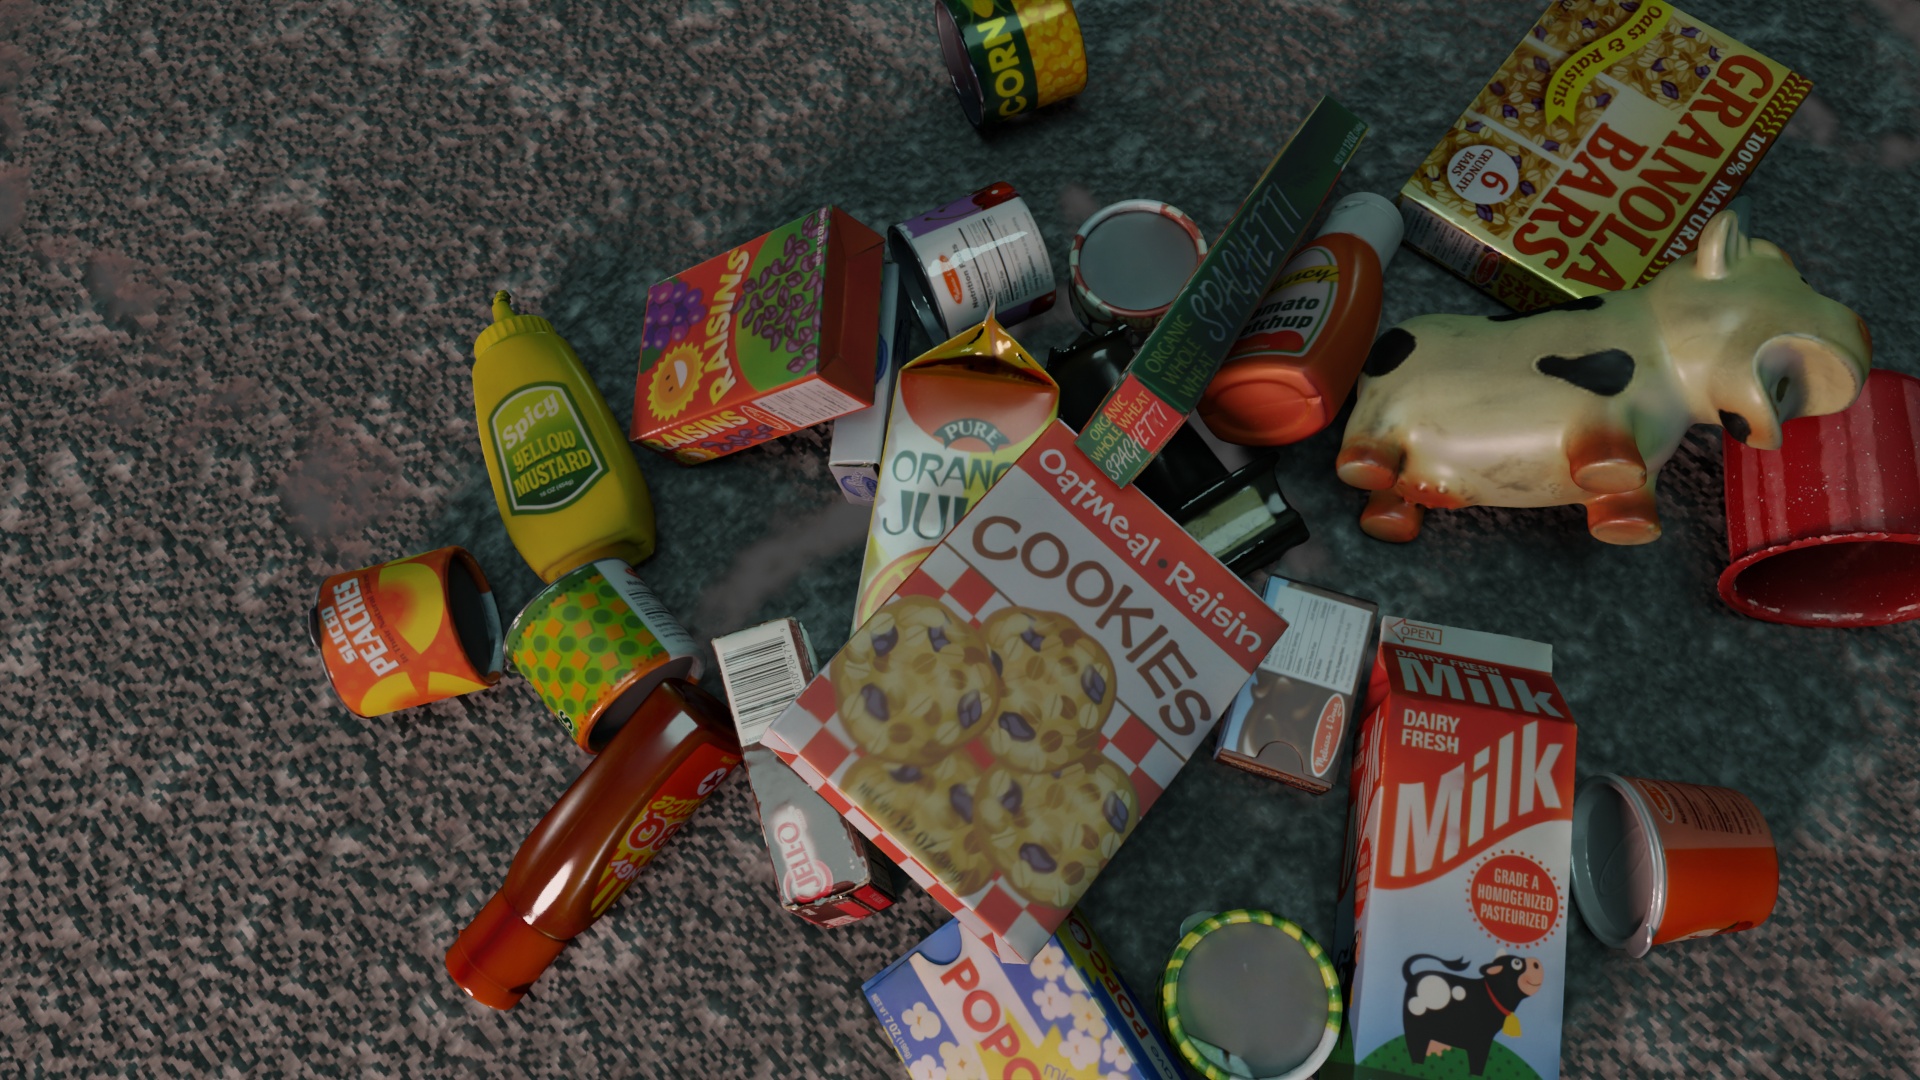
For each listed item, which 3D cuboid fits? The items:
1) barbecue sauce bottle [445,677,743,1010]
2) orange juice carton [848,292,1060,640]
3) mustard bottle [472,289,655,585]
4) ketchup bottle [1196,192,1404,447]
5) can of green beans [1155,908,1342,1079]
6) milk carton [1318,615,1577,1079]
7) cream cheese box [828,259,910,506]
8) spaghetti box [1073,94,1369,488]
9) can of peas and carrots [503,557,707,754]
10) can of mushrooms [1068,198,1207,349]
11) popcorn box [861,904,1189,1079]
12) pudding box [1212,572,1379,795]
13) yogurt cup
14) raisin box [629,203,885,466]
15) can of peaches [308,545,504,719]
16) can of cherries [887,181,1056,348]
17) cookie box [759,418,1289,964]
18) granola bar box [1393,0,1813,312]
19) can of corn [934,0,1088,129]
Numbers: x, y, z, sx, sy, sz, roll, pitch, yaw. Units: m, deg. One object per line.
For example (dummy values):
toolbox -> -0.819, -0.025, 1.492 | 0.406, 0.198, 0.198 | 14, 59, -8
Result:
barbecue sauce bottle -> -0.152, 0.126, 0.580 | 0.044, 0.064, 0.148 | 40, 87, 18
orange juice carton -> 0.002, -0.008, 0.609 | 0.073, 0.071, 0.193 | 7, 71, 6
mustard bottle -> -0.196, -0.056, 0.654 | 0.065, 0.048, 0.160 | -26, 70, -3
ketchup bottle -> 0.160, -0.103, 0.623 | 0.064, 0.043, 0.149 | -6, 37, 43
can of green beans -> 0.110, 0.179, 0.540 | 0.071, 0.057, 0.071 | -1, 70, 4
milk carton -> 0.191, 0.125, 0.544 | 0.072, 0.073, 0.191 | 10, 71, 8
cream cheese box -> -0.040, -0.072, 0.645 | 0.024, 0.053, 0.104 | 2, 71, 7
spaghetti box -> 0.118, -0.115, 0.594 | 0.029, 0.050, 0.251 | 37, 50, 0
can of peas and carrots -> -0.155, 0.052, 0.604 | 0.071, 0.070, 0.059 | -41, 73, -10
can of mushrooms -> 0.086, -0.126, 0.665 | 0.071, 0.033, 0.071 | -1, 70, 4
popcorn box -> 0.031, 0.202, 0.533 | 0.085, 0.038, 0.127 | -40, 70, 17
pudding box -> 0.143, 0.061, 0.594 | 0.050, 0.030, 0.084 | 17, 72, 9
yogurt cup -> 0.278, 0.125, 0.544 | 0.054, 0.072, 0.072 | 0, 70, -4
raisin box -> -0.093, -0.090, 0.633 | 0.123, 0.040, 0.086 | -14, 65, 36
can of peaches -> -0.242, 0.040, 0.612 | 0.058, 0.071, 0.071 | -14, 70, -1
can of cherries -> 0.005, -0.129, 0.656 | 0.058, 0.071, 0.071 | -25, 70, -8
cookie box -> 0.027, 0.053, 0.526 | 0.123, 0.040, 0.168 | 42, 68, 2
granola bar box -> 0.304, -0.182, 0.665 | 0.124, 0.039, 0.166 | 37, 77, 15
can of corn -> 0.026, -0.246, 0.695 | 0.058, 0.071, 0.071 | -21, 70, -3
